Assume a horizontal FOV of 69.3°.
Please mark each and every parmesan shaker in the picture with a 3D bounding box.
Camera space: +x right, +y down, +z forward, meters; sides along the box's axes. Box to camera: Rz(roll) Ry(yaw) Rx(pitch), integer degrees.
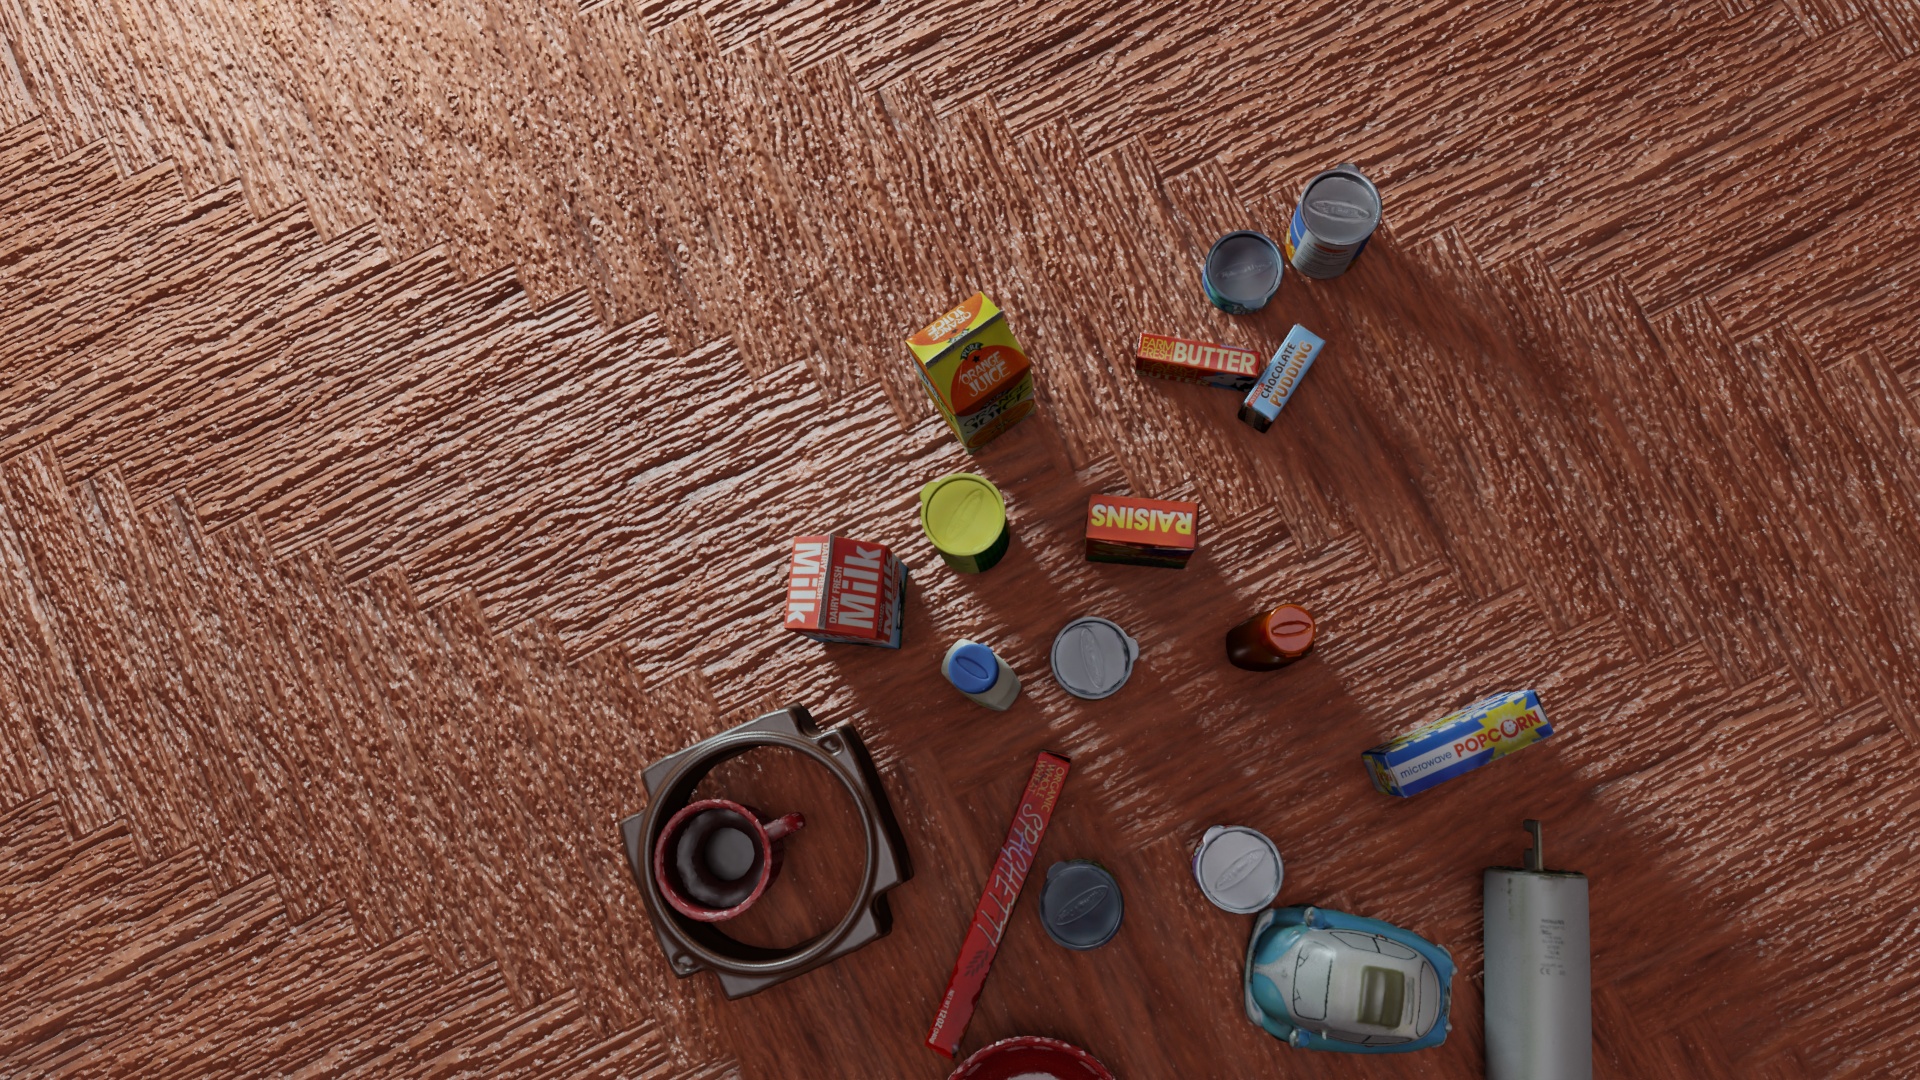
[{"bbox_3d":[0.004,-0.014,1.133,0.071,0.103,0.071,-1,81,4],"label":"parmesan shaker"}]

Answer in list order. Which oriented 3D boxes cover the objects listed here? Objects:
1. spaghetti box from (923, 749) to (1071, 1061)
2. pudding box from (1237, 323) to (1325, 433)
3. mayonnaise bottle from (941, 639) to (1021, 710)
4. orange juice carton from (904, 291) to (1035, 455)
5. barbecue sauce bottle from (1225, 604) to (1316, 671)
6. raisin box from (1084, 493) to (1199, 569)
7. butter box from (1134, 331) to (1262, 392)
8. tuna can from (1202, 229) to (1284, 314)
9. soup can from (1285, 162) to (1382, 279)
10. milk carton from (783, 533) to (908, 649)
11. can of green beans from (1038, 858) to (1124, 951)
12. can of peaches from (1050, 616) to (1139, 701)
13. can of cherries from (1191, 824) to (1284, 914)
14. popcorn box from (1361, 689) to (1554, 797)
[{"bbox_3d":[0.032,0.285,1.107,0.029,0.050,0.250,21,83,7],"label":"spaghetti box"},{"bbox_3d":[0.267,-0.135,1.160,0.030,0.049,0.084,33,85,9],"label":"pudding box"},{"bbox_3d":[0.014,0.105,1.089,0.065,0.148,0.041,32,85,8],"label":"mayonnaise bottle"},{"bbox_3d":[0.010,-0.135,1.107,0.072,0.192,0.073,-34,80,-1],"label":"orange juice carton"},{"bbox_3d":[0.245,0.076,1.076,0.065,0.148,0.044,-7,81,3],"label":"barbecue sauce bottle"},{"bbox_3d":[0.142,-0.005,1.111,0.086,0.123,0.040,6,82,5],"label":"raisin box"},{"bbox_3d":[0.198,-0.149,1.166,0.103,0.053,0.024,10,82,6],"label":"butter box"},{"bbox_3d":[0.242,-0.226,1.186,0.071,0.033,0.071,-1,81,4],"label":"tuna can"},{"bbox_3d":[0.311,-0.266,1.161,0.071,0.083,0.071,-1,81,4],"label":"soup can"},{"bbox_3d":[-0.090,0.042,1.086,0.073,0.190,0.072,5,82,5],"label":"milk carton"},{"bbox_3d":[0.096,0.287,1.098,0.071,0.057,0.071,-1,81,4],"label":"can of green beans"},{"bbox_3d":[0.109,0.097,1.129,0.071,0.058,0.071,-1,81,4],"label":"can of peaches"},{"bbox_3d":[0.216,0.255,1.094,0.071,0.058,0.071,-1,81,4],"label":"can of cherries"},{"bbox_3d":[0.385,0.159,1.084,0.127,0.085,0.038,-23,80,0],"label":"popcorn box"}]
